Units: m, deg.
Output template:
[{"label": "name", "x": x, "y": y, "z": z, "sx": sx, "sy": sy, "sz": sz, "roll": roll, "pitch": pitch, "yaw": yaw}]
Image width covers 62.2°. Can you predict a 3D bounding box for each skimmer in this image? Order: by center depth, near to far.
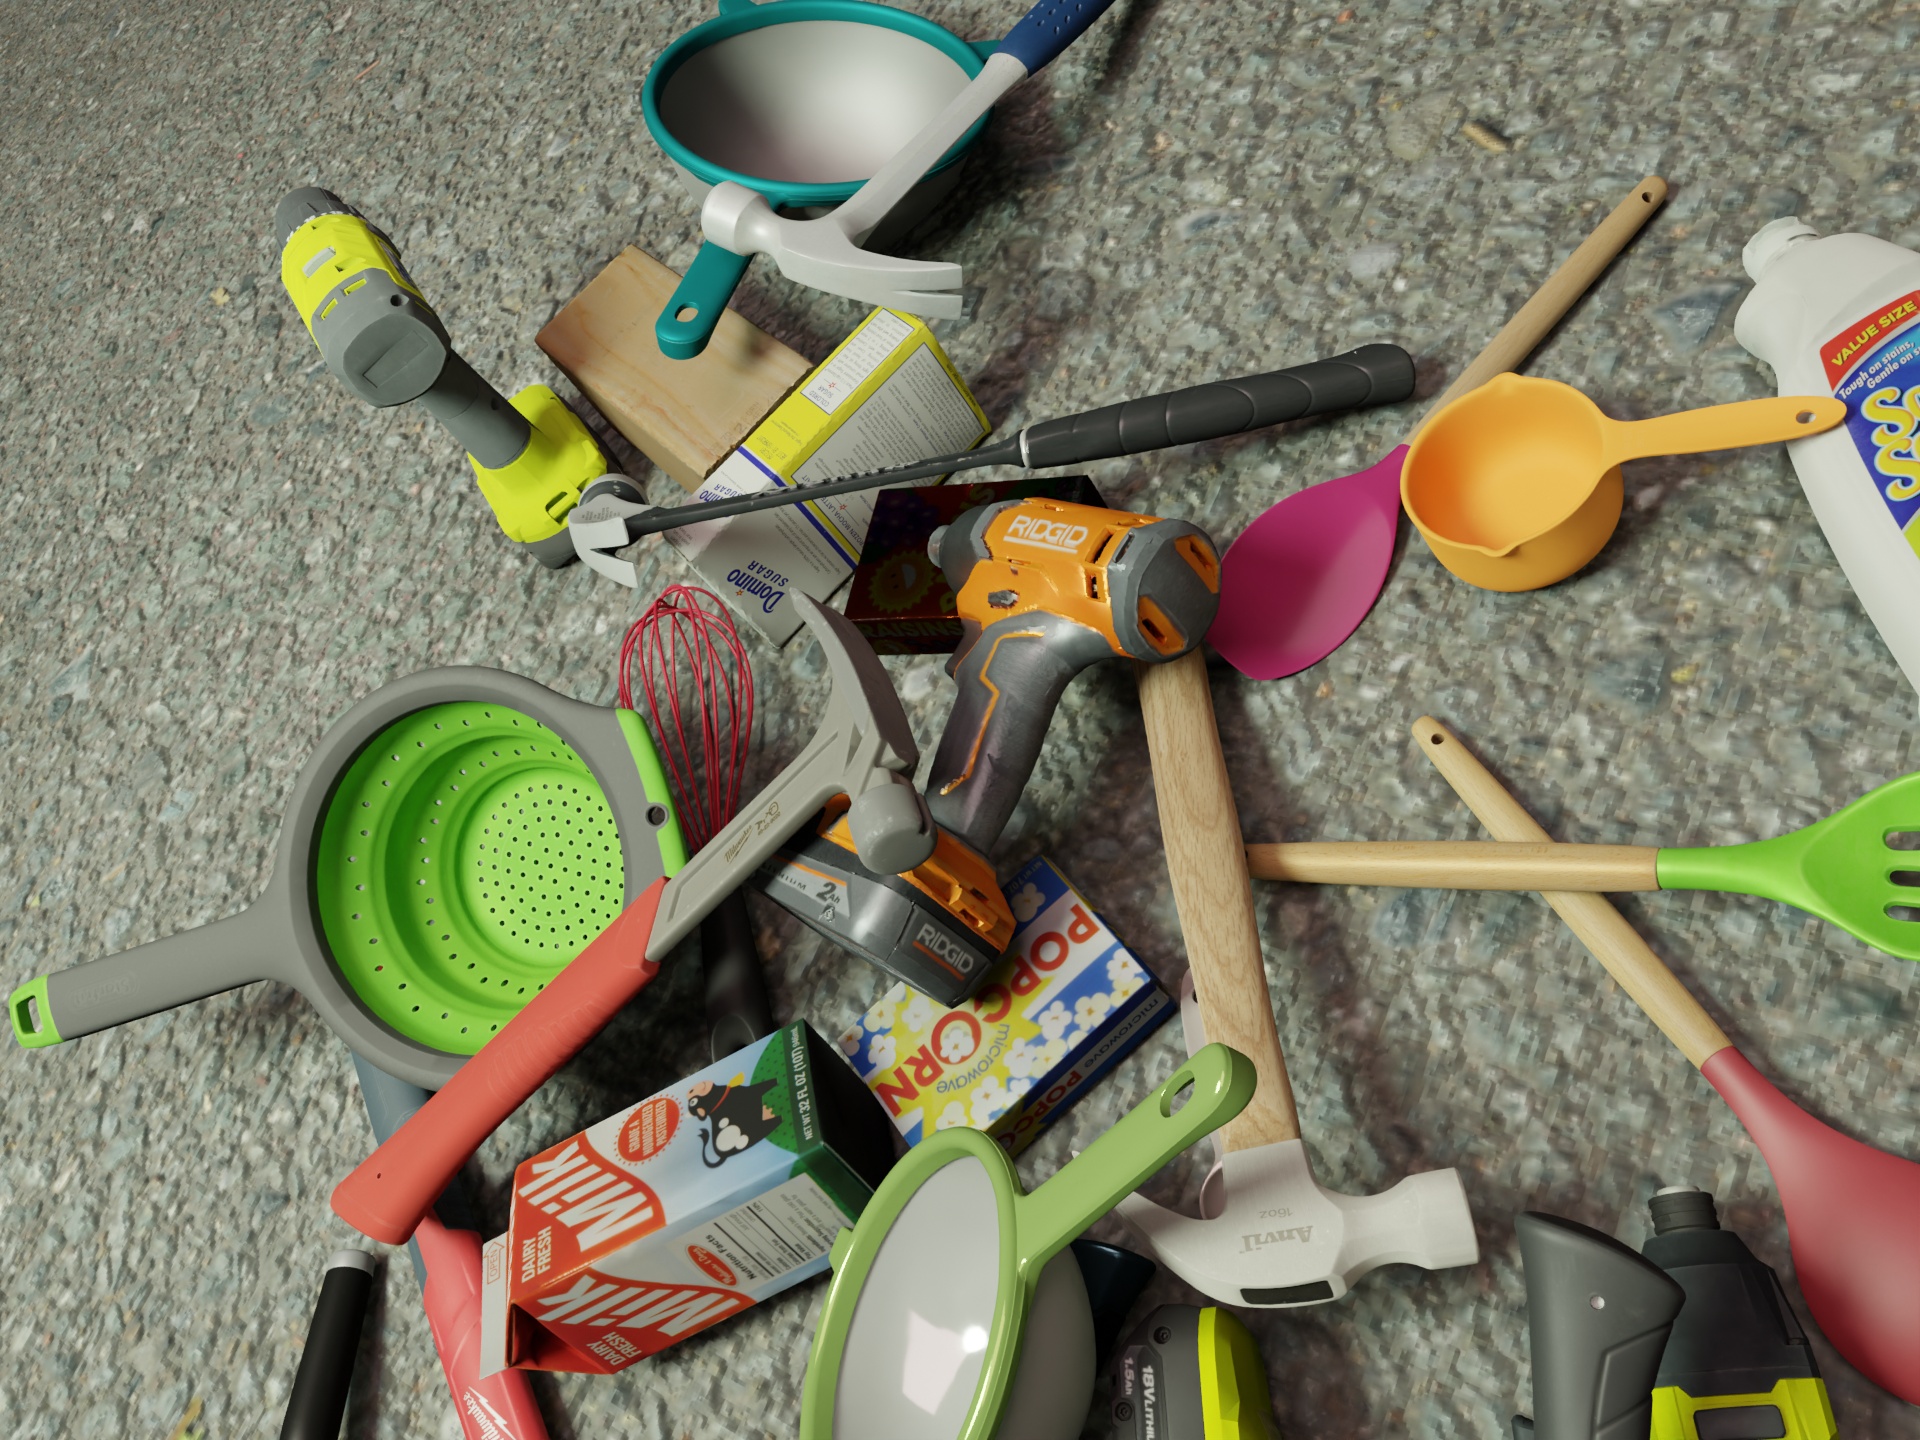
[{"label": "skimmer", "x": -0.278, "y": 0.417, "z": 0.689, "sx": 0.127, "sy": 0.090, "sz": 0.364, "roll": -28, "pitch": 41, "yaw": 24}]

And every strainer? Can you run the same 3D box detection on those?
[{"label": "strainer", "x": 0.033, "y": 0.195, "z": 0.545, "sx": 0.256, "sy": 0.069, "sz": 0.152, "roll": -50, "pitch": 24, "yaw": 32}, {"label": "strainer", "x": -0.103, "y": -0.302, "z": 0.948, "sx": 0.211, "sy": 0.095, "sz": 0.341, "roll": 13, "pitch": 54, "yaw": 8}]

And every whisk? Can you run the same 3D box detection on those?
[{"label": "whisk", "x": -0.128, "y": 0.055, "z": 0.809, "sx": 0.073, "sy": 0.073, "sz": 0.296, "roll": -22, "pitch": 61, "yaw": 15}]

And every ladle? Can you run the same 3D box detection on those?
[{"label": "ladle", "x": 0.263, "y": 0.104, "z": 0.589, "sx": 0.069, "sy": 0.031, "sz": 0.316, "roll": -36, "pitch": 50, "yaw": 5}]

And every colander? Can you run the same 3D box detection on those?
[{"label": "colander", "x": -0.303, "y": 0.100, "z": 0.818, "sx": 0.397, "sy": 0.094, "sz": 0.204, "roll": -18, "pitch": 84, "yaw": 14}]

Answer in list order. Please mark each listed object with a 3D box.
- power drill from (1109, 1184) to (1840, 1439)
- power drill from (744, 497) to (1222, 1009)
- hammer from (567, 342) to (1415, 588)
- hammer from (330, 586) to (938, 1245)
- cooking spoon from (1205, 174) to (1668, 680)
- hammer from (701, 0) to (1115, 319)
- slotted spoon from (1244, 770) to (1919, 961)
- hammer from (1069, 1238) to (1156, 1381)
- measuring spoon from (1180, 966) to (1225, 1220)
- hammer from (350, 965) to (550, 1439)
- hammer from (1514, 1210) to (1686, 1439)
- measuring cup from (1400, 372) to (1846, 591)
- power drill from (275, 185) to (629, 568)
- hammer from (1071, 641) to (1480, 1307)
[{"label": "power drill", "x": 0.169, "y": 0.250, "z": 0.523, "sx": 0.223, "sy": 0.080, "sz": 0.171, "roll": -12, "pitch": 58, "yaw": 17}, {"label": "power drill", "x": -0.001, "y": -0.002, "z": 0.713, "sx": 0.164, "sy": 0.084, "sz": 0.226, "roll": 19, "pitch": 72, "yaw": 48}, {"label": "hammer", "x": 0.016, "y": -0.127, "z": 0.755, "sx": 0.409, "sy": 0.036, "sz": 0.149, "roll": -12, "pitch": 18, "yaw": -4}, {"label": "hammer", "x": -0.157, "y": 0.105, "z": 0.694, "sx": 0.359, "sy": 0.036, "sz": 0.149, "roll": -43, "pitch": 44, "yaw": 18}, {"label": "cooking spoon", "x": 0.231, "y": -0.144, "z": 0.753, "sx": 0.069, "sy": 0.017, "sz": 0.319, "roll": 42, "pitch": 84, "yaw": 8}, {"label": "hammer", "x": 0.027, "y": -0.368, "z": 0.917, "sx": 0.144, "sy": 0.035, "sz": 0.406, "roll": 27, "pitch": 58, "yaw": 15}, {"label": "slotted spoon", "x": 0.238, "y": 0.054, "z": 0.602, "sx": 0.314, "sy": 0.031, "sz": 0.070, "roll": -3, "pitch": 63, "yaw": 38}, {"label": "hammer", "x": -0.017, "y": 0.346, "z": 0.589, "sx": 0.128, "sy": 0.033, "sz": 0.331, "roll": 18, "pitch": 72, "yaw": 35}, {"label": "measuring spoon", "x": 0.109, "y": 0.156, "z": 0.650, "sx": 0.034, "sy": 0.018, "sz": 0.124, "roll": -19, "pitch": 48, "yaw": 15}, {"label": "hammer", "x": -0.253, "y": 0.271, "z": 0.757, "sx": 0.143, "sy": 0.038, "sz": 0.387, "roll": -40, "pitch": 51, "yaw": 4}, {"label": "hammer", "x": 0.171, "y": 0.309, "z": 0.435, "sx": 0.146, "sy": 0.035, "sz": 0.335, "roll": -2, "pitch": 80, "yaw": 18}, {"label": "measuring cup", "x": 0.280, "y": -0.103, "z": 0.677, "sx": 0.174, "sy": 0.052, "sz": 0.095, "roll": -6, "pitch": 60, "yaw": 31}, {"label": "power drill", "x": -0.308, "y": -0.208, "z": 0.948, "sx": 0.080, "sy": 0.228, "sz": 0.191, "roll": -40, "pitch": 51, "yaw": 1}, {"label": "hammer", "x": 0.101, "y": 0.075, "z": 0.646, "sx": 0.130, "sy": 0.031, "sz": 0.332, "roll": -15, "pitch": 44, "yaw": 11}]
